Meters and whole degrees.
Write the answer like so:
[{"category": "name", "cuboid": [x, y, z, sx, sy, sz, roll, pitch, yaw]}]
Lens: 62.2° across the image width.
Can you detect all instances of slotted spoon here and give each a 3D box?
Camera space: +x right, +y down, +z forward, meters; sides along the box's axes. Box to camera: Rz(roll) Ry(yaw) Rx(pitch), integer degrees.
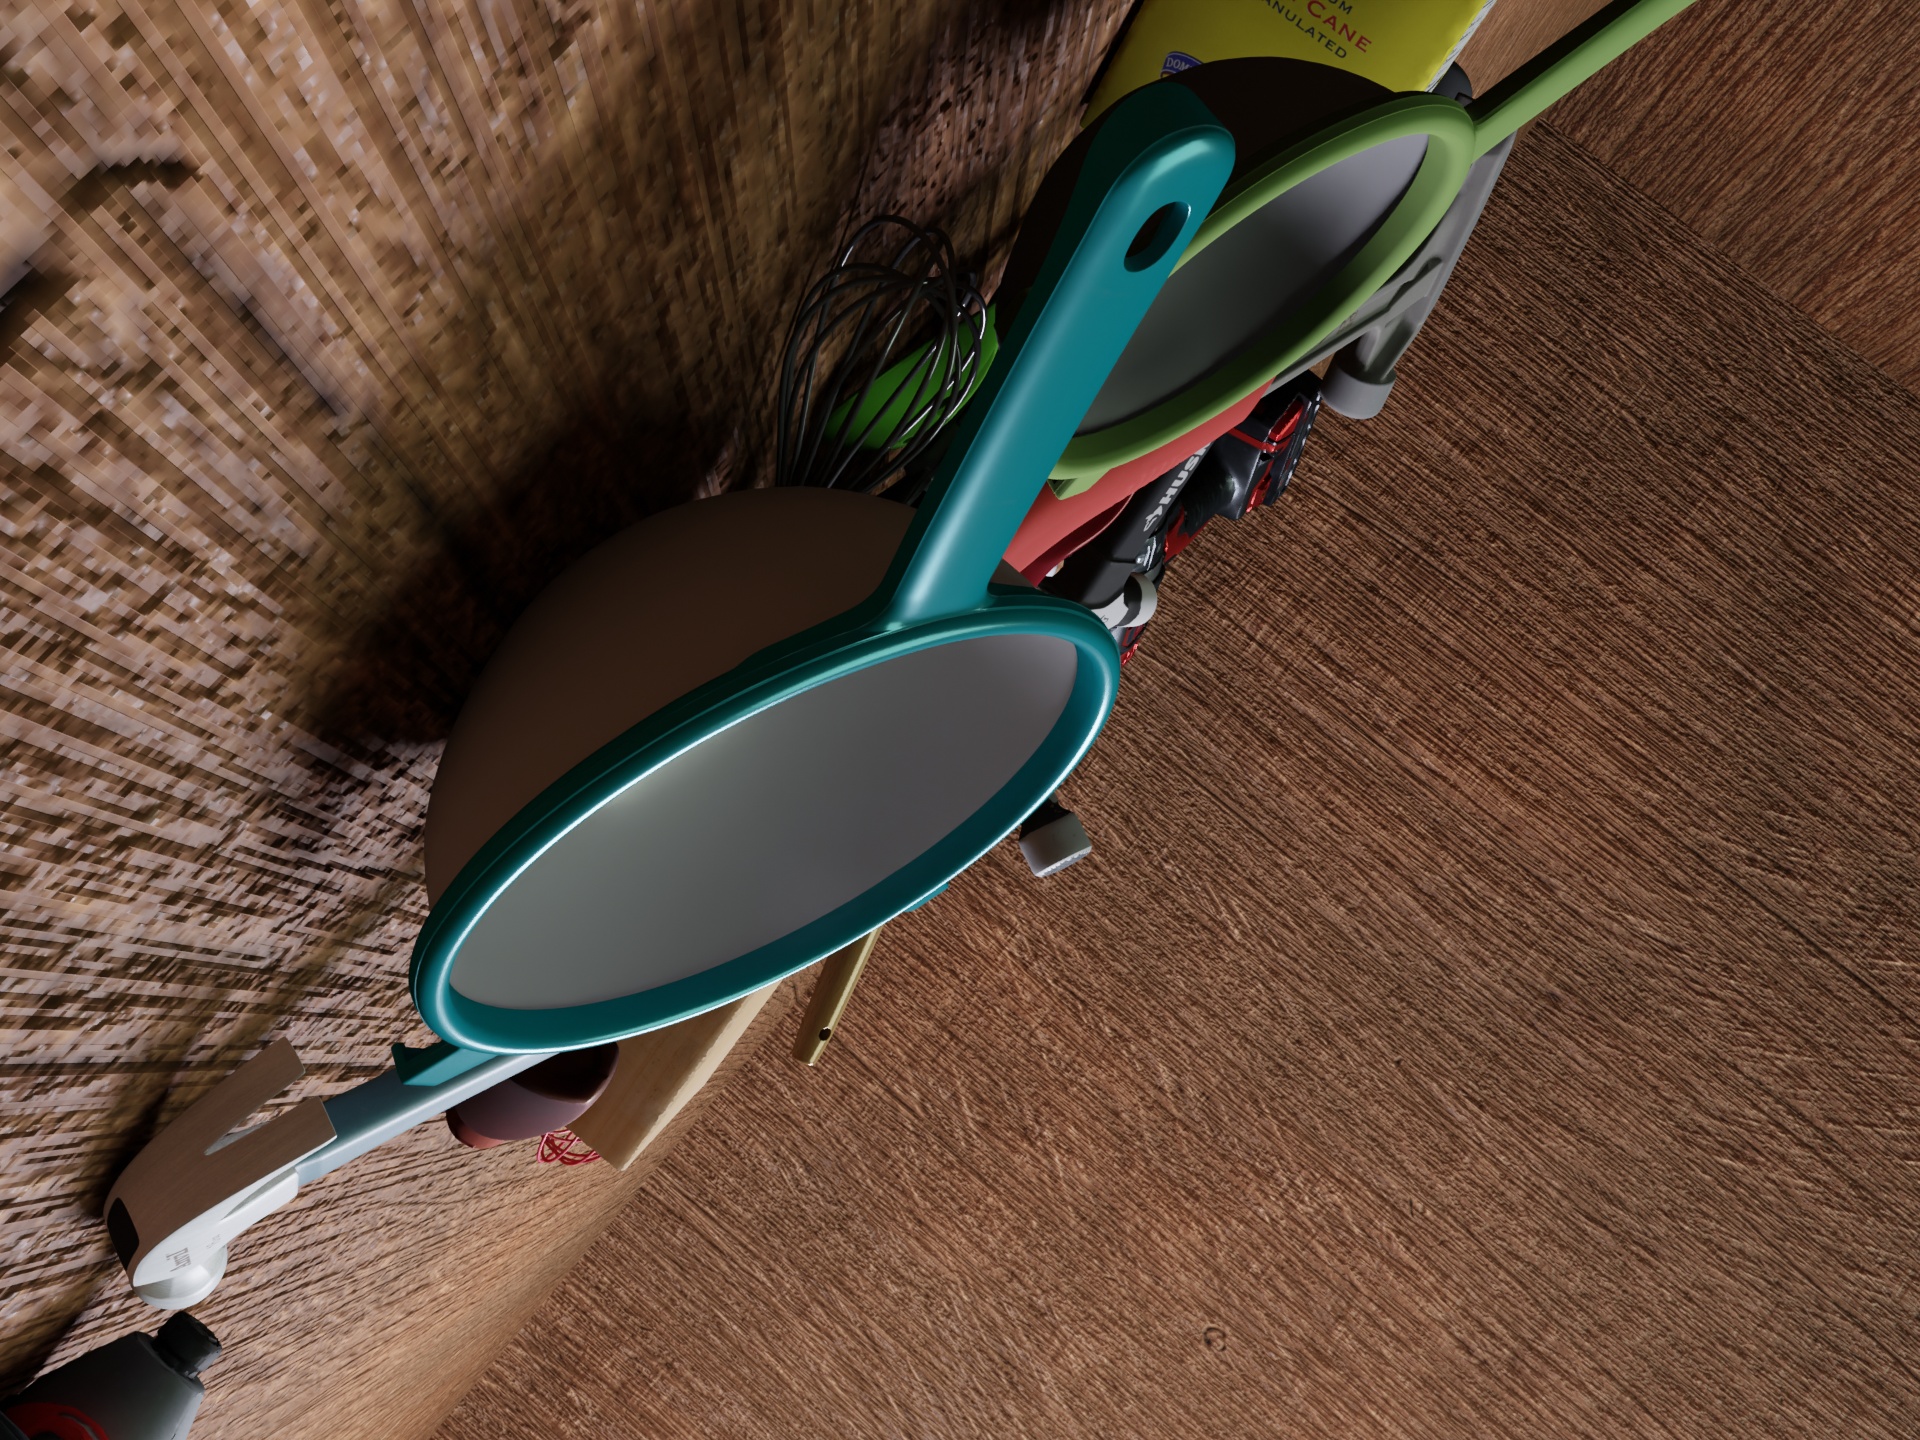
[{"category": "slotted spoon", "cuboid": [0.057, -0.200, 0.581, 0.314, 0.031, 0.070, -50, -172, -21]}]

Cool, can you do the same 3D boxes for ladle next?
[{"category": "ladle", "cuboid": [-0.001, -0.002, 0.668, 0.031, 0.069, 0.315, 20, -96, 54]}]

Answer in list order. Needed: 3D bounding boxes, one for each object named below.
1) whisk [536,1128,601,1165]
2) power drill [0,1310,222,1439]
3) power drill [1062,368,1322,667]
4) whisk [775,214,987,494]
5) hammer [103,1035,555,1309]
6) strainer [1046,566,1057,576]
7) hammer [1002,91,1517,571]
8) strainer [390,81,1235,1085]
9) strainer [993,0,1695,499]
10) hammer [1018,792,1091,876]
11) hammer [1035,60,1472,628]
[{"category": "whisk", "cuboid": [-0.167, 0.139, 0.912, 0.296, 0.073, 0.073, -58, 173, 12]}, {"category": "power drill", "cuboid": [-0.283, 0.229, 0.441, 0.143, 0.078, 0.219, -47, 177, -24]}, {"category": "power drill", "cuboid": [0.141, -0.152, 1.006, 0.227, 0.080, 0.187, -48, 163, -29]}, {"category": "whisk", "cuboid": [-0.055, -0.065, 0.502, 0.055, 0.055, 0.239, -46, 178, -41]}, {"category": "hammer", "cuboid": [-0.122, 0.096, 0.556, 0.331, 0.033, 0.128, -25, 162, -32]}, {"category": "strainer", "cuboid": [0.000, -0.075, 0.910, 0.087, 0.050, 0.258, -44, 171, 15]}, {"category": "hammer", "cuboid": [0.098, -0.130, 0.611, 0.359, 0.037, 0.149, -35, 154, -39]}, {"category": "strainer", "cuboid": [-0.043, -0.035, 0.406, 0.211, 0.095, 0.340, -16, 153, -35]}, {"category": "strainer", "cuboid": [0.106, -0.169, 0.447, 0.256, 0.069, 0.151, -35, 169, 3]}, {"category": "hammer", "cuboid": [-0.053, 0.024, 0.717, 0.036, 0.149, 0.409, -31, 170, 23]}, {"category": "hammer", "cuboid": [0.139, -0.180, 0.802, 0.146, 0.035, 0.334, -6, 135, -57]}]
